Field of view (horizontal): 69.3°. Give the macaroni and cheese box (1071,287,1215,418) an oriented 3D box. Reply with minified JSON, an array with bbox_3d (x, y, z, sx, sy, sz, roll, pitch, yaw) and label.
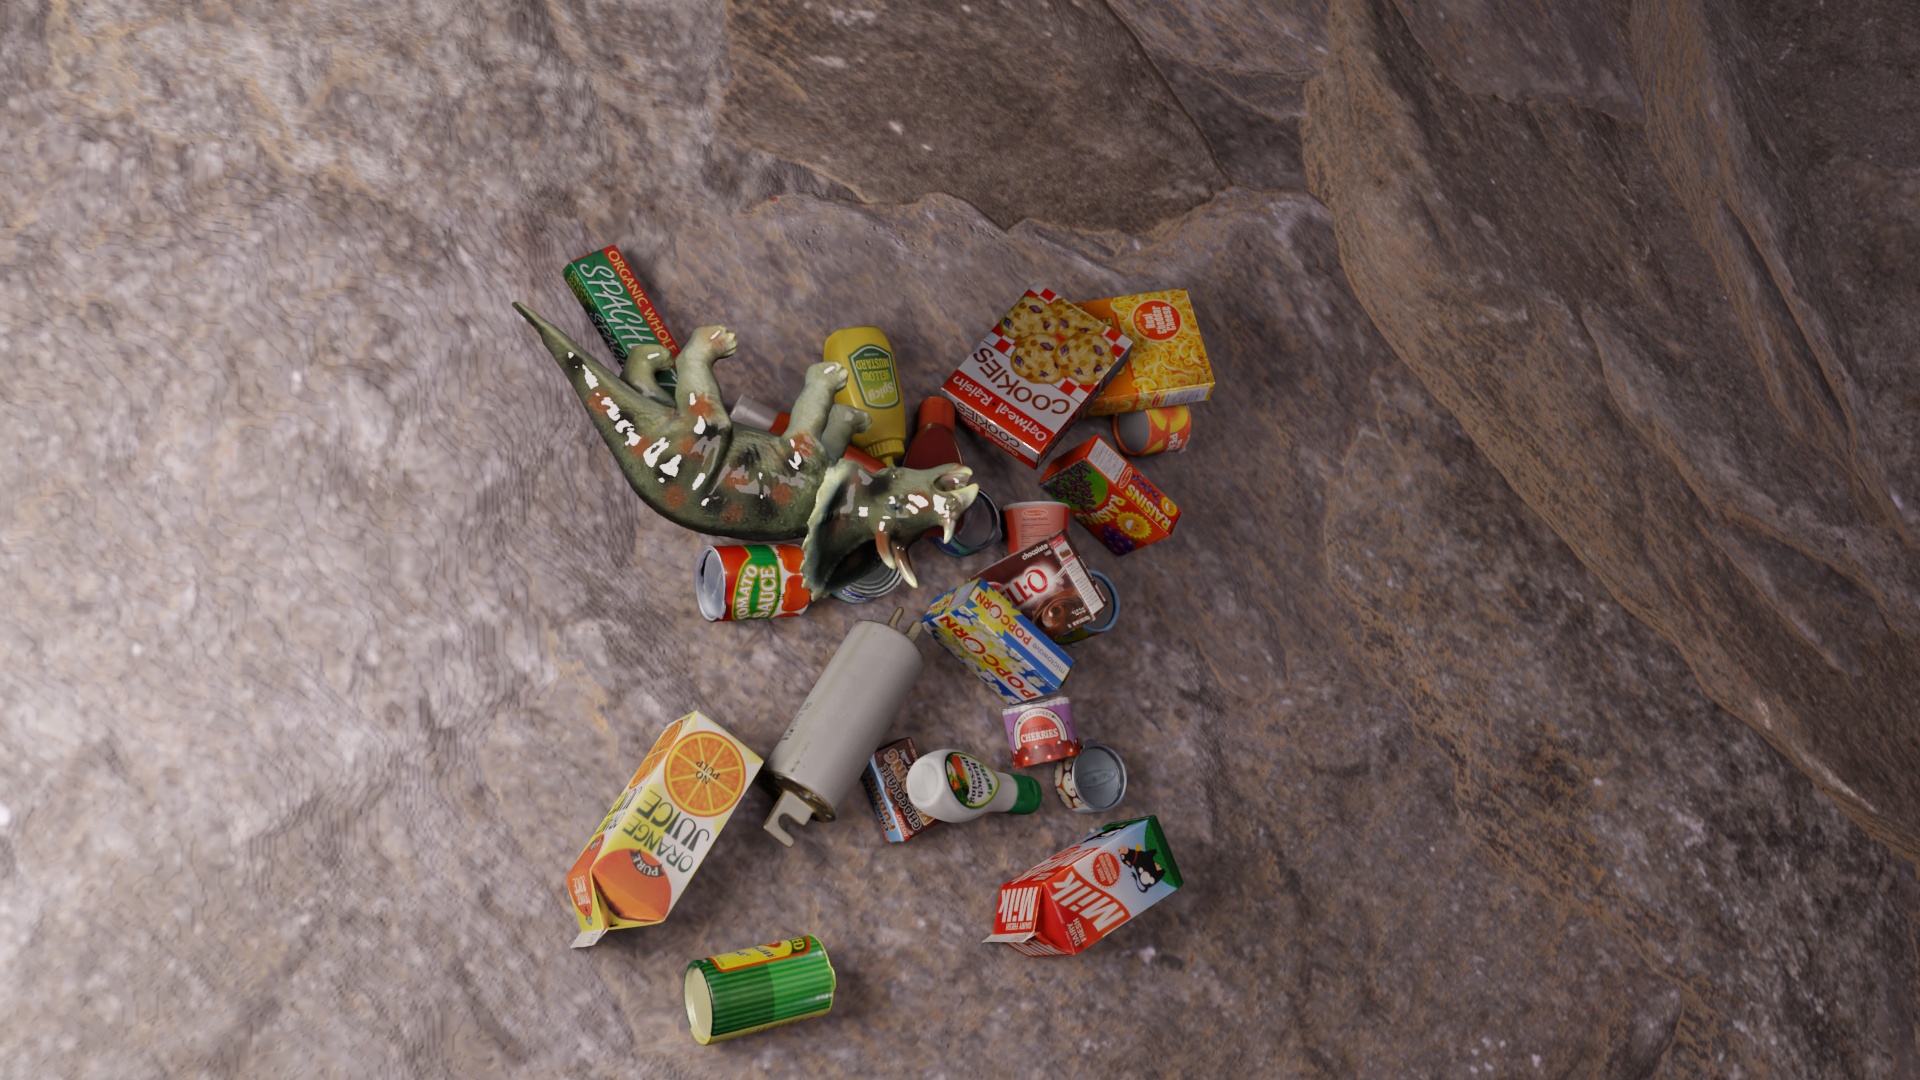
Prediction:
[{"bbox_3d":[0.171,-0.196,1.471,0.167,0.040,0.124,-9,65,-6],"label":"macaroni and cheese box"}]

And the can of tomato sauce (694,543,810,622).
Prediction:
[{"bbox_3d":[-0.179,0.037,1.209,0.083,0.071,0.071,-2,75,-33],"label":"can of tomato sauce"}]

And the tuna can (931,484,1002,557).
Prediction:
[{"bbox_3d":[0.005,-0.017,1.364,0.071,0.032,0.071,10,69,-29],"label":"tuna can"}]

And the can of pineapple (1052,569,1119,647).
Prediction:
[{"bbox_3d":[0.118,0.068,1.390,0.071,0.057,0.071,11,69,-29],"label":"can of pineapple"}]

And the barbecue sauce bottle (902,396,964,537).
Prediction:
[{"bbox_3d":[-0.026,-0.074,1.337,0.065,0.043,0.149,5,52,-4],"label":"barbecue sauce bottle"}]

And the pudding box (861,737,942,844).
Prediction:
[{"bbox_3d":[-0.055,0.224,1.247,0.050,0.030,0.083,-19,84,-35],"label":"pudding box"}]

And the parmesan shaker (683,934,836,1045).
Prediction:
[{"bbox_3d":[-0.161,0.358,1.111,0.103,0.071,0.071,-3,76,-33],"label":"parmesan shaker"}]

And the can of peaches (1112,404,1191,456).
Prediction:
[{"bbox_3d":[0.208,-0.124,1.505,0.058,0.071,0.071,-9,79,-33],"label":"can of peaches"}]

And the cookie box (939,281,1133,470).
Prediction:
[{"bbox_3d":[0.076,-0.168,1.409,0.123,0.040,0.168,35,67,13],"label":"cookie box"}]

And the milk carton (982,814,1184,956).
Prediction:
[{"bbox_3d":[0.109,0.329,1.289,0.191,0.072,0.073,-21,86,-35],"label":"milk carton"}]

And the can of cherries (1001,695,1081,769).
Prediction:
[{"bbox_3d":[0.076,0.182,1.319,0.072,0.071,0.058,-6,78,-33],"label":"can of cherries"}]

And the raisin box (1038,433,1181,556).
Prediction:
[{"bbox_3d":[0.154,-0.044,1.433,0.123,0.086,0.040,41,56,-14],"label":"raisin box"}]

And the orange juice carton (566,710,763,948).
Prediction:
[{"bbox_3d":[-0.244,0.237,1.100,0.073,0.071,0.193,40,57,-14],"label":"orange juice carton"}]

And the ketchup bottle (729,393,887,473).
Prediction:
[{"bbox_3d":[-0.143,-0.085,1.279,0.149,0.064,0.044,29,71,-11],"label":"ketchup bottle"}]

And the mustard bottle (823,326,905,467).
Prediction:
[{"bbox_3d":[-0.084,-0.126,1.335,0.065,0.048,0.160,-11,80,-33],"label":"mustard bottle"}]

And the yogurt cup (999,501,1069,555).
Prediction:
[{"bbox_3d":[0.076,-0.008,1.388,0.072,0.072,0.054,3,81,-31],"label":"yogurt cup"}]

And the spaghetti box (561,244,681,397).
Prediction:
[{"bbox_3d":[-0.268,-0.147,1.240,0.050,0.028,0.250,-33,93,-35],"label":"spaghetti box"}]

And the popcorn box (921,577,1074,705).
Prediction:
[{"bbox_3d":[0.034,0.097,1.312,0.126,0.085,0.038,43,58,-14],"label":"popcorn box"}]

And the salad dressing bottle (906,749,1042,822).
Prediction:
[{"bbox_3d":[0.016,0.226,1.260,0.147,0.044,0.064,18,48,-47],"label":"salad dressing bottle"}]

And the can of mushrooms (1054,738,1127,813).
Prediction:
[{"bbox_3d":[0.127,0.230,1.356,0.071,0.033,0.071,10,70,-28],"label":"can of mushrooms"}]
